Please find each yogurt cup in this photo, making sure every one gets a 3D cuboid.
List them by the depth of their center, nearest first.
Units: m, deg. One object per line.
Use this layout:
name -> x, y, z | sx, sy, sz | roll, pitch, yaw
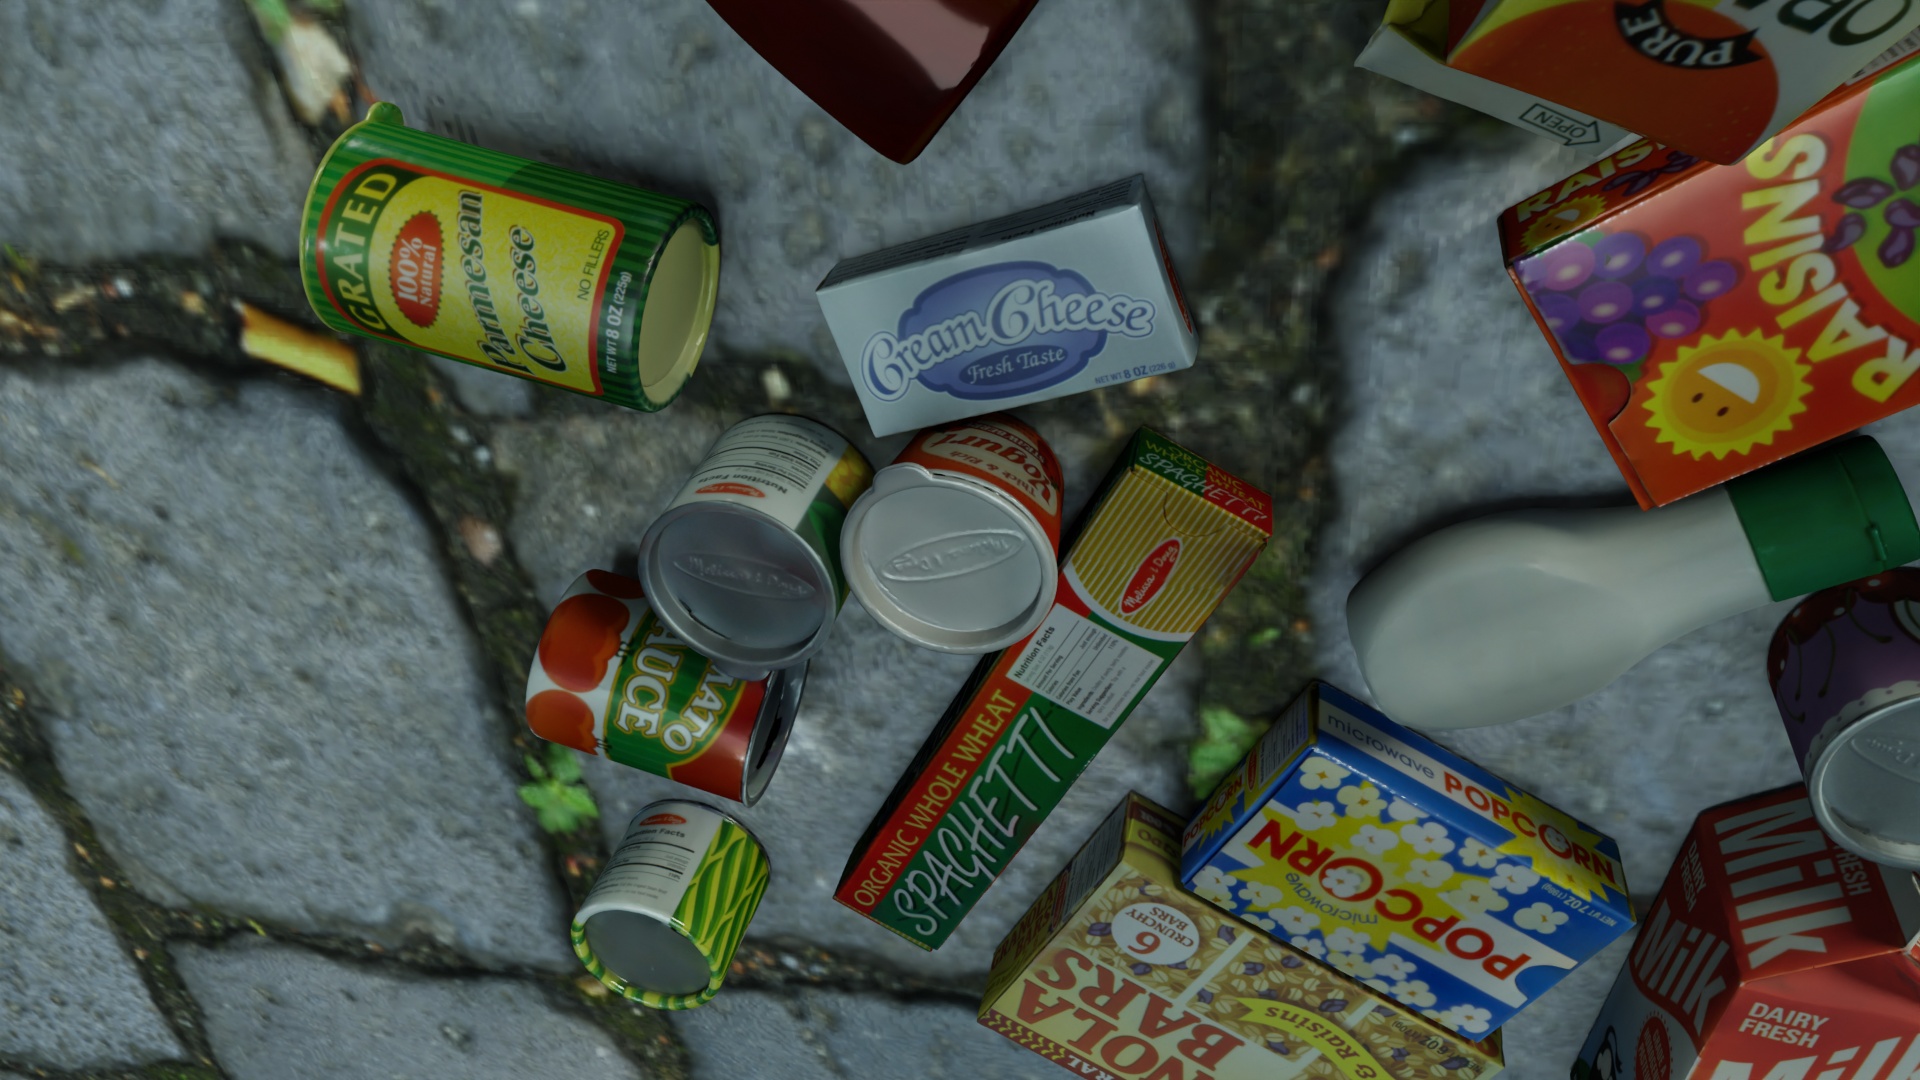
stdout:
yogurt cup -> 0.002, -0.006, 0.440 | 0.072, 0.054, 0.072 | 8, 126, 11

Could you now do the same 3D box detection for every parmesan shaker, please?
parmesan shaker -> -0.132, -0.085, 0.419 | 0.103, 0.072, 0.071 | 15, 127, 6

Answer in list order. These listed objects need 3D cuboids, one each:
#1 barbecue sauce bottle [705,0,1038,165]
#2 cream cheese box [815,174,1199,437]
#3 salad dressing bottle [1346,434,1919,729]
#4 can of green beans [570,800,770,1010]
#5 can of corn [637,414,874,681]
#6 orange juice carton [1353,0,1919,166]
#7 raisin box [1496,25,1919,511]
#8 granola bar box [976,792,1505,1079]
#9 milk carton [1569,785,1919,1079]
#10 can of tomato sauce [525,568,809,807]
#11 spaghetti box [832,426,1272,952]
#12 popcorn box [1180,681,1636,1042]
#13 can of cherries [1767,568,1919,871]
barbecue sauce bottle -> -0.053, -0.166, 0.353 | 0.148, 0.044, 0.064 | 38, 125, -10
cream cheese box -> 0.013, -0.067, 0.413 | 0.103, 0.024, 0.053 | -11, 118, 23
salad dressing bottle -> 0.190, 0.013, 0.405 | 0.147, 0.044, 0.064 | -22, 113, 27
can of green beans -> -0.121, 0.153, 0.584 | 0.071, 0.058, 0.071 | 8, 126, 11
can of corn -> -0.064, 0.002, 0.462 | 0.071, 0.058, 0.070 | 8, 125, 11
orange juice carton -> 0.153, -0.139, 0.258 | 0.072, 0.073, 0.192 | 15, 157, -10
raisin box -> 0.211, -0.071, 0.343 | 0.123, 0.040, 0.086 | -27, 114, 31
granola bar box -> 0.107, 0.185, 0.550 | 0.165, 0.039, 0.123 | 29, 127, -4
milk carton -> 0.272, 0.161, 0.464 | 0.073, 0.073, 0.189 | 10, 127, 10
can of tomato sauce -> -0.104, 0.052, 0.502 | 0.083, 0.071, 0.070 | 17, 127, 6
spaghetti box -> 0.023, 0.066, 0.499 | 0.050, 0.029, 0.248 | 29, 127, -4
popcorn box -> 0.153, 0.114, 0.488 | 0.127, 0.038, 0.084 | 29, 126, -4
can of cherries -> 0.274, 0.049, 0.395 | 0.071, 0.059, 0.071 | 8, 125, 12
